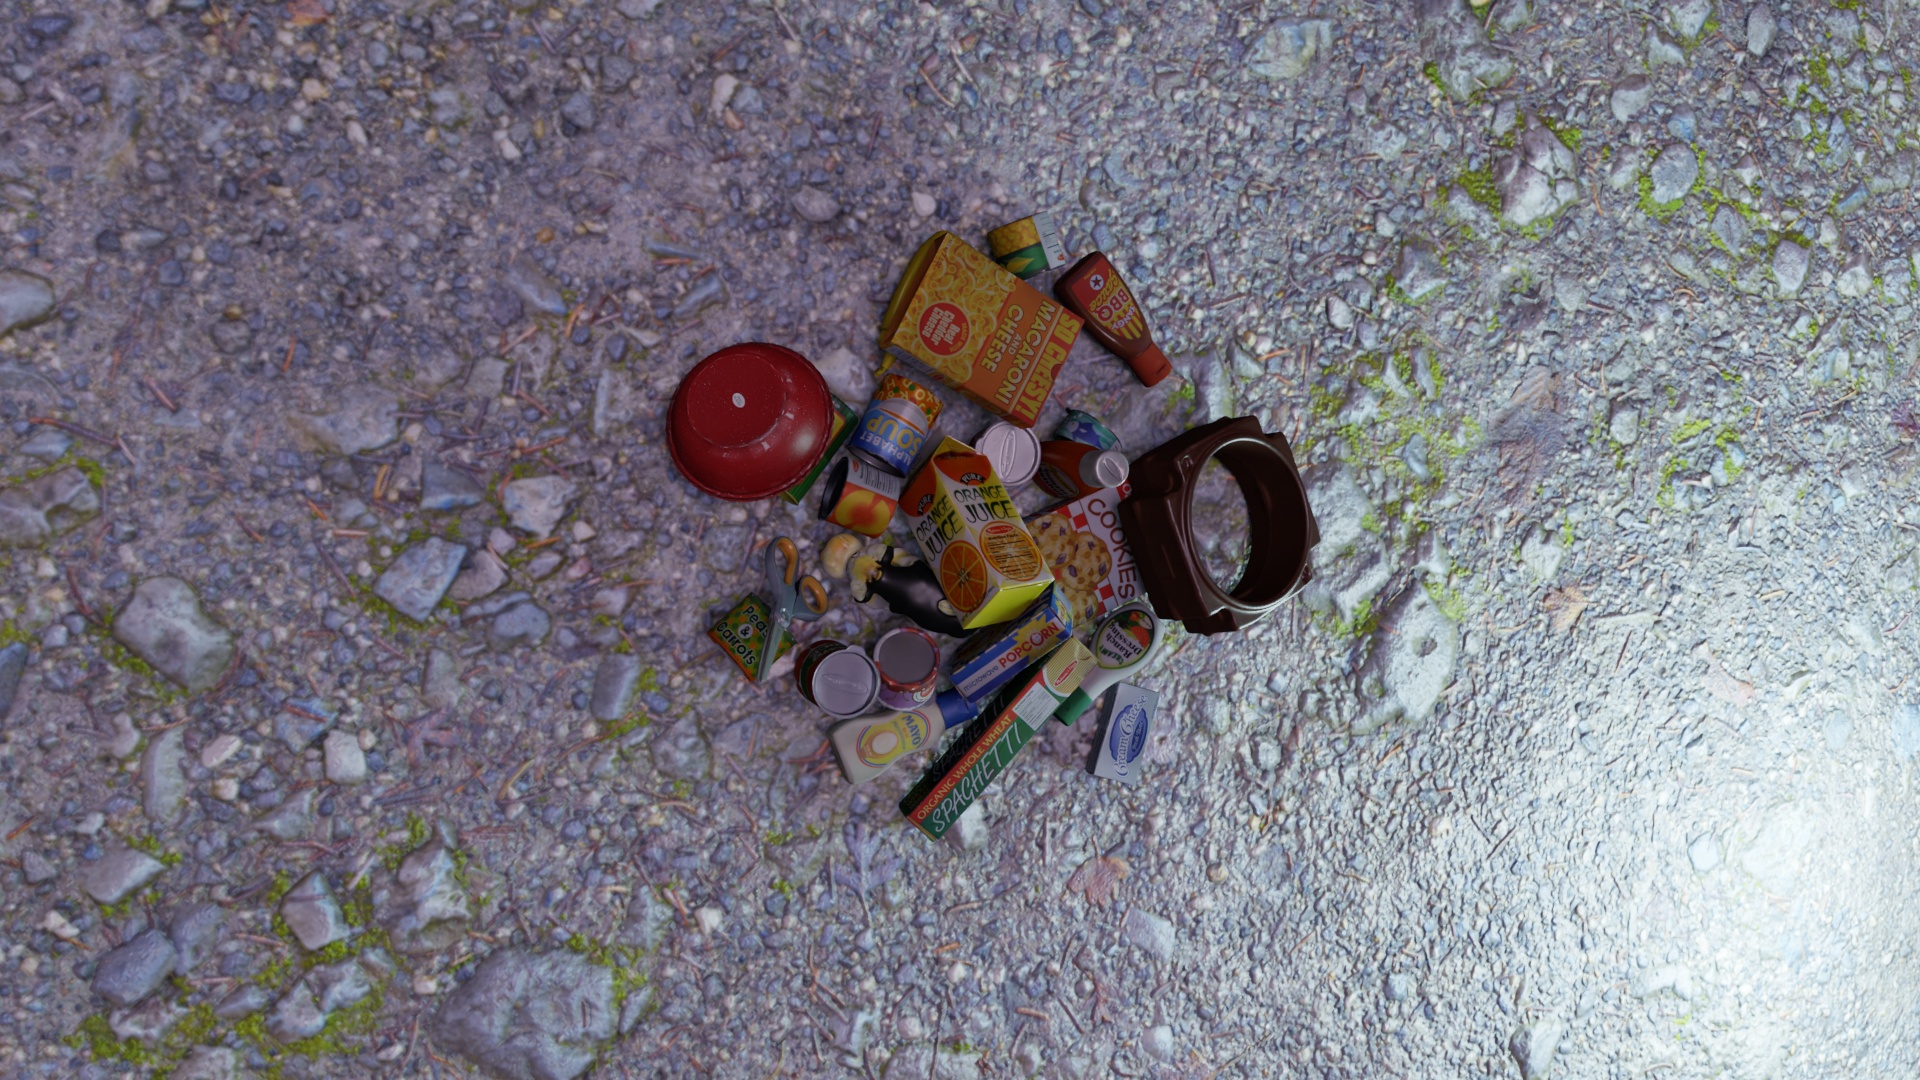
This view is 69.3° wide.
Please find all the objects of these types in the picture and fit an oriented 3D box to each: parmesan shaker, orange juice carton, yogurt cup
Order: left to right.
[{"bbox_3d":[-0.155,-0.095,1.332,0.071,0.071,0.103,38,80,-17],"label":"parmesan shaker"},{"bbox_3d":[0.005,-0.017,1.343,0.073,0.071,0.193,-8,60,-40],"label":"orange juice carton"},{"bbox_3d":[0.041,-0.088,1.409,0.072,0.054,0.072,-1,93,-20],"label":"yogurt cup"}]

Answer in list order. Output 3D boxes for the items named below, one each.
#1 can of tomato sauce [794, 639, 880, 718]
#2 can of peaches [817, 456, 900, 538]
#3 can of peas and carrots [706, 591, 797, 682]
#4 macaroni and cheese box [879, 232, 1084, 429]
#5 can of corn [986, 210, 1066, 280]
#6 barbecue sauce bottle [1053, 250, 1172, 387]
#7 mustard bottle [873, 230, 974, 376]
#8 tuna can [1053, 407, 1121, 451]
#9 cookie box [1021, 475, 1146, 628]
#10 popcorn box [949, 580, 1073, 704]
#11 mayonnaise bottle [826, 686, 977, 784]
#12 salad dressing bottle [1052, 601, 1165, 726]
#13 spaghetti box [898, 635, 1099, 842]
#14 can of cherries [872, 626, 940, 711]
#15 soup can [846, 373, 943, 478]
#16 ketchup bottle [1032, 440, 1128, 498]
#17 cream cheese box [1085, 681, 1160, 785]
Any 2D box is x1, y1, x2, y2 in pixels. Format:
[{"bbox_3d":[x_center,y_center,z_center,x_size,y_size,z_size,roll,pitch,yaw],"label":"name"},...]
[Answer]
[{"bbox_3d":[-0.121,0.131,1.343,0.071,0.083,0.071,-1,93,-20],"label":"can of tomato sauce"},{"bbox_3d":[-0.099,-0.040,1.356,0.058,0.071,0.071,20,86,-20],"label":"can of peaches"},{"bbox_3d":[-0.199,0.092,1.321,0.059,0.071,0.071,-42,105,-12],"label":"can of peas and carrots"},{"bbox_3d":[0.023,-0.201,1.350,0.166,0.040,0.124,29,80,-18],"label":"macaroni and cheese box"},{"bbox_3d":[0.064,-0.294,1.404,0.071,0.071,0.058,-23,99,-17],"label":"can of corn"},{"bbox_3d":[0.164,-0.227,1.453,0.065,0.043,0.148,-44,106,-14],"label":"barbecue sauce bottle"},{"bbox_3d":[-0.040,-0.228,1.376,0.065,0.049,0.160,32,81,-17],"label":"mustard bottle"},{"bbox_3d":[0.129,-0.104,1.434,0.071,0.071,0.033,40,80,-17],"label":"tuna can"},{"bbox_3d":[0.128,0.016,1.452,0.168,0.040,0.122,-25,101,-16],"label":"cookie box"},{"bbox_3d":[0.051,0.100,1.378,0.126,0.085,0.038,-36,99,14],"label":"popcorn box"},{"bbox_3d":[-0.056,0.188,1.391,0.148,0.041,0.064,-22,96,-17],"label":"mayonnaise bottle"},{"bbox_3d":[0.150,0.131,1.459,0.064,0.044,0.148,42,82,14],"label":"salad dressing bottle"},{"bbox_3d":[0.039,0.197,1.412,0.250,0.029,0.050,-47,120,-5],"label":"spaghetti box"},{"bbox_3d":[-0.052,0.127,1.364,0.071,0.058,0.072,3,58,-6],"label":"can of cherries"},{"bbox_3d":[-0.063,-0.113,1.361,0.071,0.071,0.084,30,82,-18],"label":"soup can"},{"bbox_3d":[0.119,-0.072,1.387,0.043,0.149,0.064,-46,106,-14],"label":"ketchup bottle"},{"bbox_3d":[0.174,0.205,1.484,0.053,0.024,0.104,17,86,-18],"label":"cream cheese box"}]
